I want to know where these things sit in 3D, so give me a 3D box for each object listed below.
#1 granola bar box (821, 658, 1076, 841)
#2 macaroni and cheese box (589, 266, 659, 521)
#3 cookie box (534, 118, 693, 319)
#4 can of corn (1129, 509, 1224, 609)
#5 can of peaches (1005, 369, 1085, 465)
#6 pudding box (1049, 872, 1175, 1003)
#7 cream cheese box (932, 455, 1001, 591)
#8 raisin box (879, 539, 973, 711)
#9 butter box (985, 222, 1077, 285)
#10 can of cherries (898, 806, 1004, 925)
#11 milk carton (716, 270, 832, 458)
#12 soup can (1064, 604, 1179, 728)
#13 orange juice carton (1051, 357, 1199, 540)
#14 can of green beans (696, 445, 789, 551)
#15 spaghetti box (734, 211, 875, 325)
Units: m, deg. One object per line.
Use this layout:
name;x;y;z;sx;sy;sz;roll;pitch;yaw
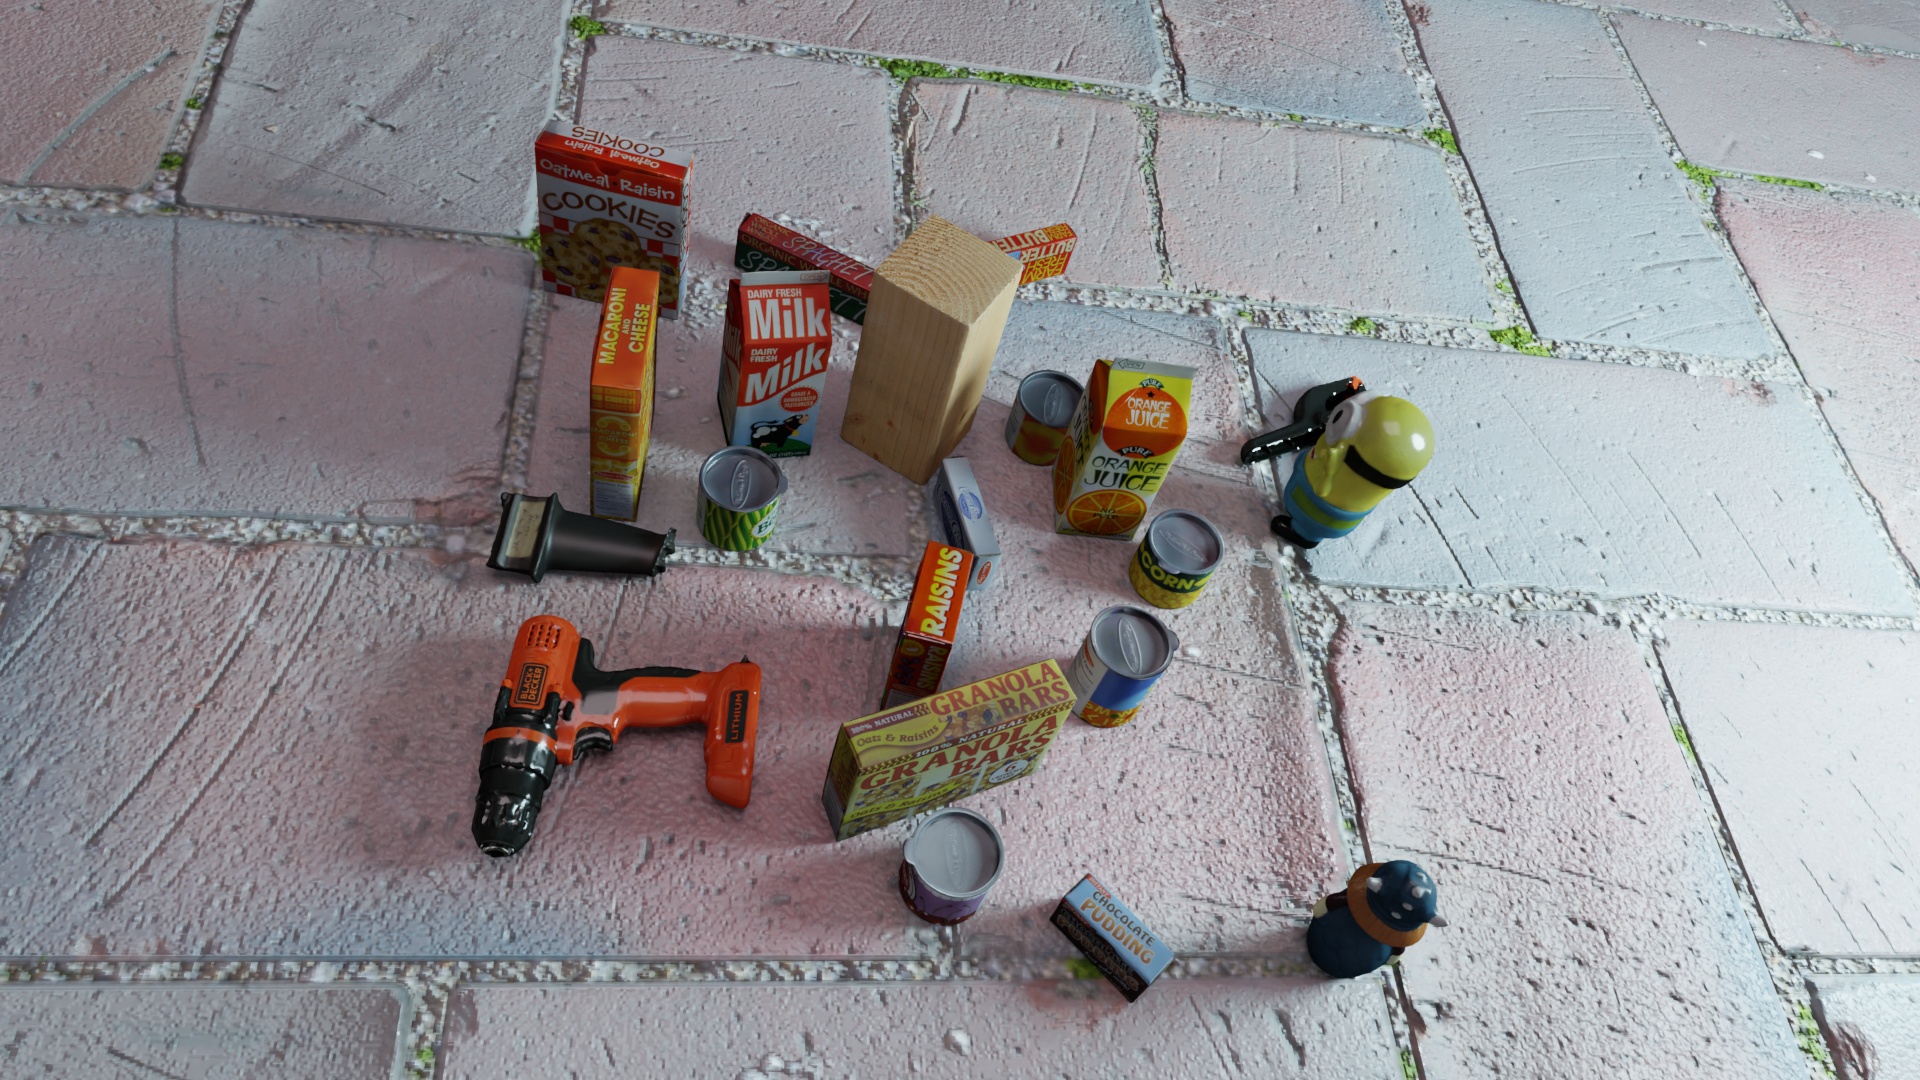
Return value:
granola bar box;-0.011;0.149;0.994;0.166;0.123;0.039;-15;60;-23
macaroni and cheese box;-0.265;-0.112;1.092;0.040;0.165;0.124;6;54;-10
cookie box;-0.298;-0.272;1.198;0.123;0.166;0.040;12;53;-5
can of corn;0.181;0.018;1.176;0.071;0.058;0.071;7;54;-9
can of peaches;0.079;-0.108;1.242;0.071;0.057;0.071;7;54;-9
pudding box;0.106;0.279;0.977;0.084;0.049;0.030;43;57;17
cream cheese box;0.004;-0.015;1.159;0.024;0.053;0.104;-7;57;-18
raisin box;-0.027;0.071;1.047;0.040;0.122;0.086;16;53;-2
butter box;0.061;-0.275;1.360;0.104;0.052;0.024;-19;62;-25
can of cherries;-0.010;0.229;0.978;0.071;0.058;0.072;7;54;-9
milk carton;-0.152;-0.152;1.133;0.072;0.189;0.074;-6;57;-18
soup can;0.125;0.100;1.088;0.071;0.083;0.072;7;54;-9
orange juice carton;0.135;-0.085;1.155;0.072;0.191;0.073;6;54;-10
can of green beans;-0.180;-0.033;1.124;0.071;0.057;0.071;7;54;-9
spaghetti box;-0.095;-0.231;1.291;0.250;0.050;0.029;26;53;5
